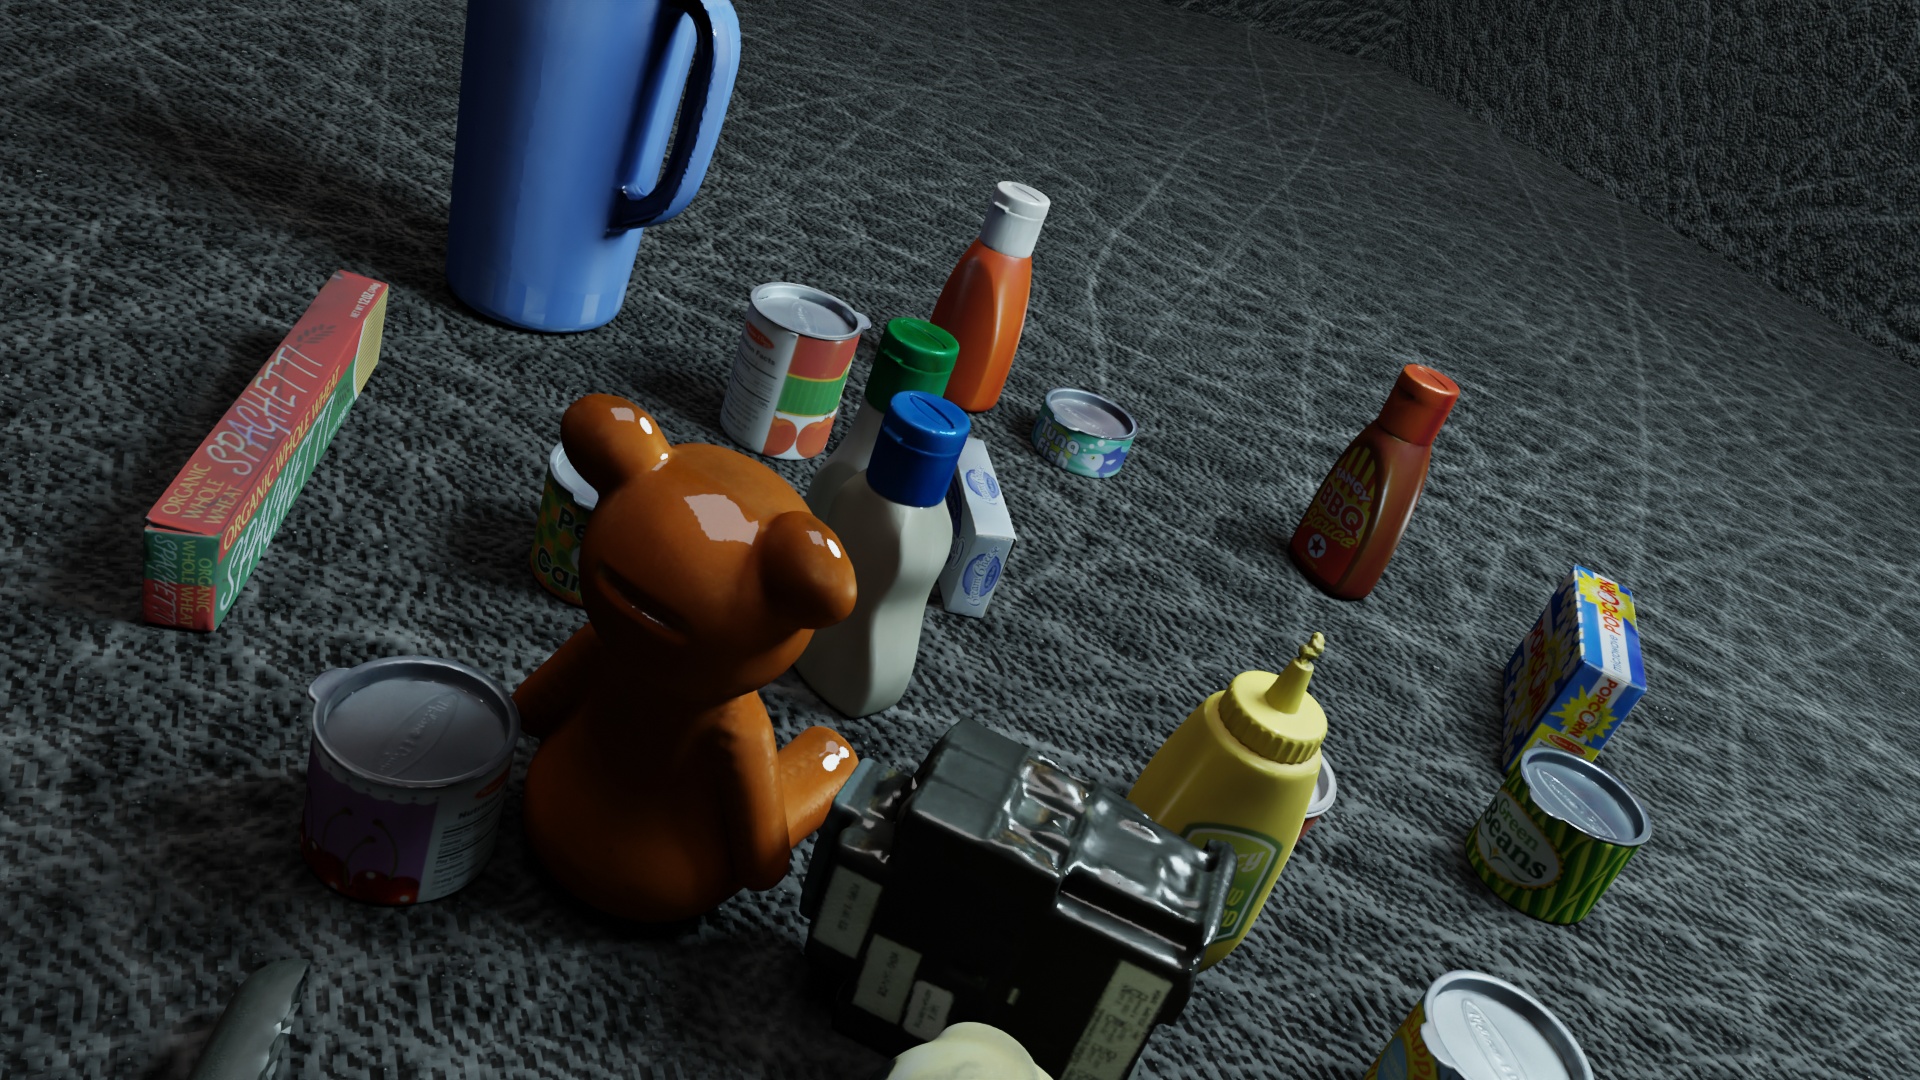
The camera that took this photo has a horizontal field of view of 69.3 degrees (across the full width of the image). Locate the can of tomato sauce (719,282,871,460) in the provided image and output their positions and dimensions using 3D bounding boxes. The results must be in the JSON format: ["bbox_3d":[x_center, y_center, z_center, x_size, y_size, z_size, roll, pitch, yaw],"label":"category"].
[{"bbox_3d":[-0.098,-0.098,0.812,0.071,0.082,0.071,16,30,-9],"label":"can of tomato sauce"}]

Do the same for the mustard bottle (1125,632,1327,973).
[{"bbox_3d":[0.101,0.100,0.537,0.065,0.159,0.049,14,30,-12],"label":"mustard bottle"}]

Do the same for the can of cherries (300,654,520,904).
[{"bbox_3d":[-0.194,0.082,0.484,0.071,0.058,0.072,16,30,-9],"label":"can of cherries"}]

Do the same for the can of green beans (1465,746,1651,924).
[{"bbox_3d":[0.293,0.145,0.684,0.071,0.057,0.071,16,30,-9],"label":"can of green beans"}]

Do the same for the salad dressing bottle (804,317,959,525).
[{"bbox_3d":[-0.040,-0.037,0.683,0.064,0.147,0.044,37,33,26],"label":"salad dressing bottle"}]

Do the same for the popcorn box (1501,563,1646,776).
[{"bbox_3d":[0.350,0.079,0.799,0.038,0.084,0.127,26,30,9],"label":"popcorn box"}]

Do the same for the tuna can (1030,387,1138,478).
[{"bbox_3d":[0.081,-0.072,0.930,0.071,0.032,0.071,16,30,-9],"label":"tuna can"}]

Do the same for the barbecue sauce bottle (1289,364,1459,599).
[{"bbox_3d":[0.262,-0.038,0.872,0.044,0.147,0.065,3,34,-29],"label":"barbecue sauce bottle"}]

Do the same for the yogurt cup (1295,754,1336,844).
[{"bbox_3d":[0.128,0.117,0.631,0.072,0.053,0.073,16,30,-9],"label":"yogurt cup"}]

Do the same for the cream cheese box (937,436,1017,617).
[{"bbox_3d":[0.003,-0.010,0.760,0.024,0.053,0.104,11,31,-18],"label":"cream cheese box"}]

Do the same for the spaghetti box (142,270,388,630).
[{"bbox_3d":[-0.311,-0.052,0.637,0.029,0.050,0.251,13,31,-14],"label":"spaghetti box"}]

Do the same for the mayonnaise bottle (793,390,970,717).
[{"bbox_3d":[-0.034,0.006,0.618,0.041,0.147,0.065,-12,43,-44],"label":"mayonnaise bottle"}]

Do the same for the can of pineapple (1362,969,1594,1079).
[{"bbox_3d":[0.190,0.206,0.522,0.071,0.057,0.071,16,30,-9],"label":"can of pineapple"}]

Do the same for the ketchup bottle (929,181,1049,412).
[{"bbox_3d":[0.017,-0.162,0.922,0.065,0.148,0.044,39,34,28],"label":"ketchup bottle"}]

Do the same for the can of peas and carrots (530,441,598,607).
[{"bbox_3d":[-0.164,-0.007,0.648,0.071,0.058,0.071,16,30,-9],"label":"can of peas and carrots"}]
